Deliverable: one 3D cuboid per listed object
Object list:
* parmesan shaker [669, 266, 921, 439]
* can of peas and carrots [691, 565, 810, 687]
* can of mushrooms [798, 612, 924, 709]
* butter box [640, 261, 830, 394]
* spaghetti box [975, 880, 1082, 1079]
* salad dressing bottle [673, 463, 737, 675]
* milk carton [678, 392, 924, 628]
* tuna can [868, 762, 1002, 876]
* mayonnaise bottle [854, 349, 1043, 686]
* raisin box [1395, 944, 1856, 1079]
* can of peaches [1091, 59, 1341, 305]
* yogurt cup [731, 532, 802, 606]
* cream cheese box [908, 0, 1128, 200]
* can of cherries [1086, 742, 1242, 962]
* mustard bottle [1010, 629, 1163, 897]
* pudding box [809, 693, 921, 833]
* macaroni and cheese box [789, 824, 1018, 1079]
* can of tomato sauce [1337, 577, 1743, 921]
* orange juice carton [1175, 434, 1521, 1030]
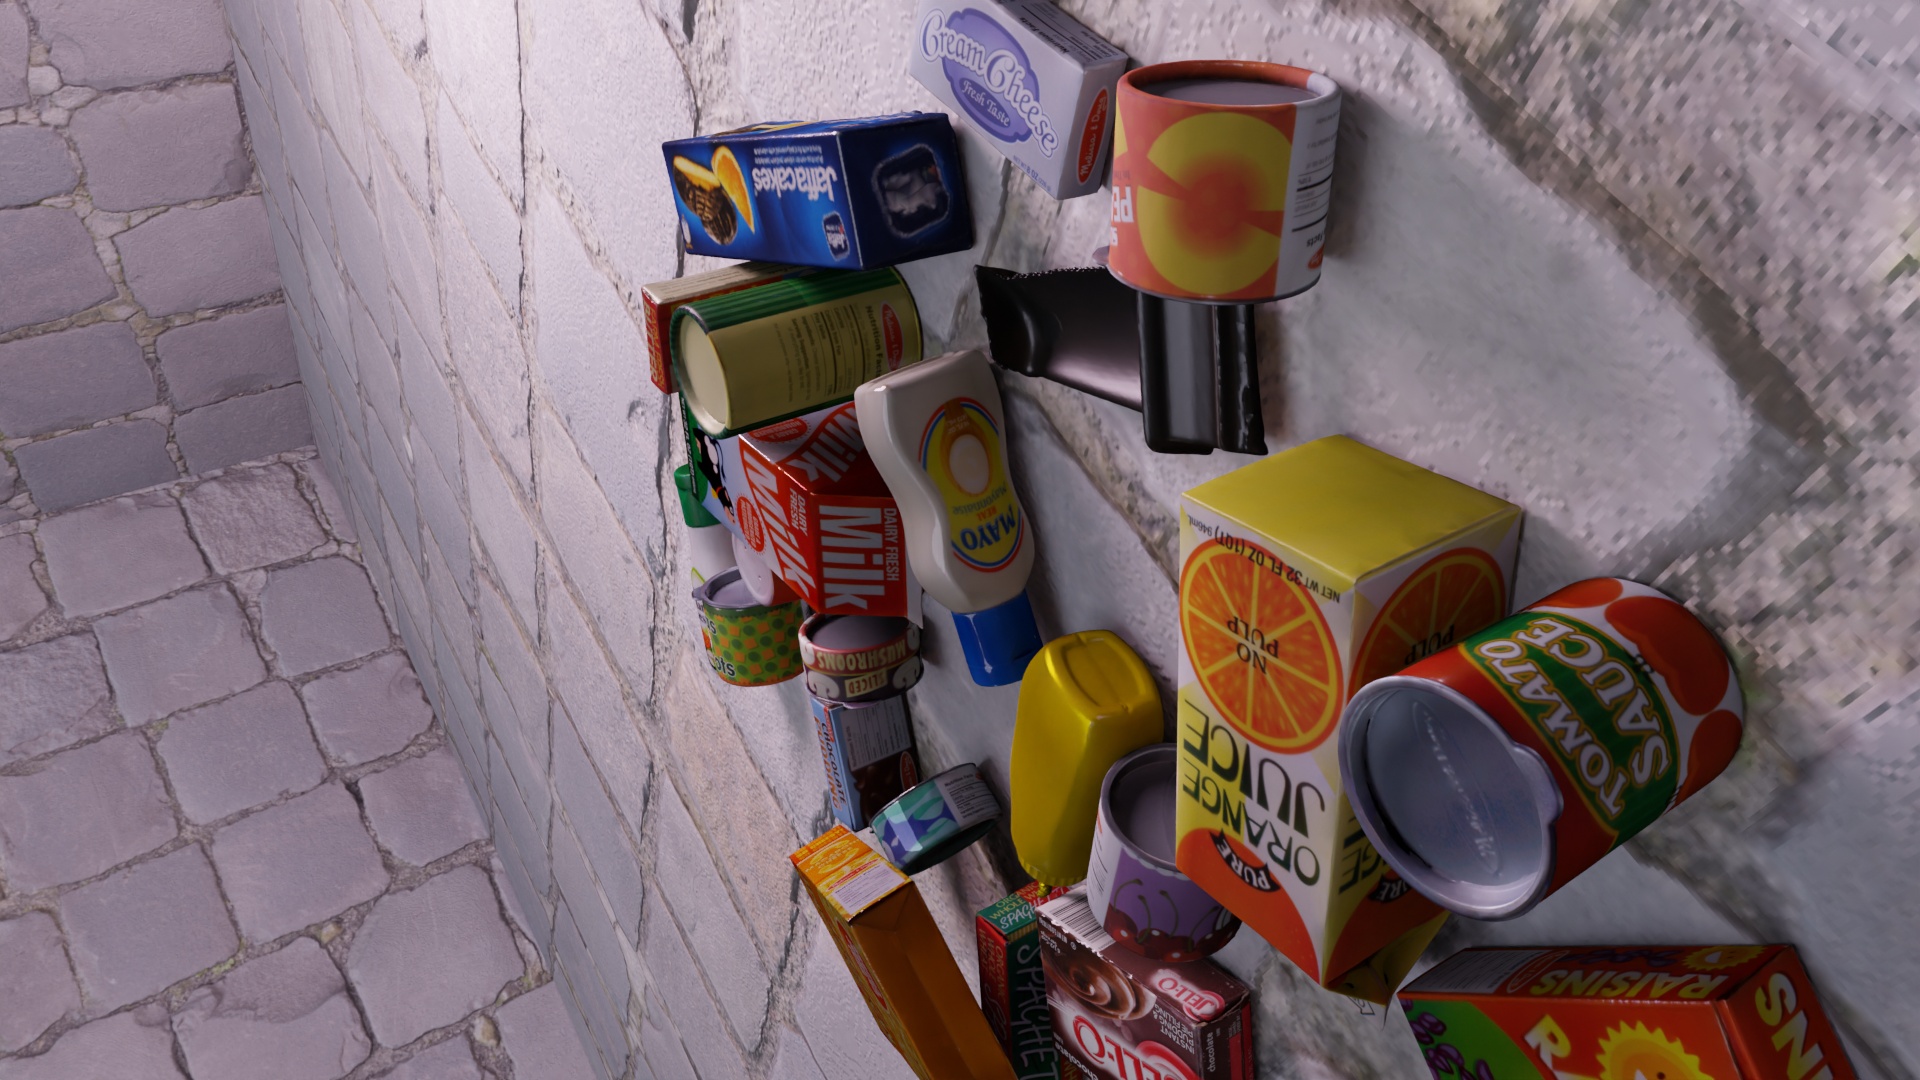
[{"bbox_3d":[-0.080,-0.096,0.666,0.071,0.103,0.071,38,138,44],"label":"parmesan shaker"},{"bbox_3d":[-0.130,0.053,0.883,0.071,0.071,0.058,26,130,52],"label":"can of peas and carrots"},{"bbox_3d":[-0.054,0.061,0.757,0.071,0.071,0.033,27,128,52],"label":"can of mushrooms"},{"bbox_3d":[-0.109,-0.113,0.707,0.024,0.104,0.052,41,141,43],"label":"butter box"},{"bbox_3d":[0.041,0.292,0.758,0.029,0.050,0.248,31,133,48],"label":"spaghetti box"},{"bbox_3d":[-0.161,0.019,0.944,0.064,0.044,0.147,18,123,54],"label":"salad dressing bottle"},{"bbox_3d":[-0.072,-0.026,0.729,0.191,0.074,0.072,38,138,44],"label":"milk carton"},{"bbox_3d":[-0.015,0.152,0.745,0.033,0.071,0.070,58,150,19],"label":"tuna can"},{"bbox_3d":[0.002,-0.008,0.627,0.041,0.065,0.147,2,114,56],"label":"mayonnaise bottle"},{"bbox_3d":[0.200,0.167,0.413,0.123,0.040,0.086,-32,78,60],"label":"raisin box"},{"bbox_3d":[0.076,-0.110,0.420,0.071,0.071,0.057,37,137,45],"label":"can of peaches"},{"bbox_3d":[-0.099,0.005,0.815,0.072,0.054,0.072,39,140,44],"label":"yogurt cup"},{"bbox_3d":[0.020,-0.178,0.524,0.104,0.024,0.053,49,144,33],"label":"cream cheese box"},{"bbox_3d":[0.088,0.125,0.556,0.072,0.072,0.058,43,142,40],"label":"can of cherries"},{"bbox_3d":[0.050,0.112,0.627,0.159,0.049,0.065,98,151,-43],"label":"mustard bottle"},{"bbox_3d":[-0.055,0.124,0.819,0.030,0.050,0.083,20,124,57],"label":"pudding box"},{"bbox_3d":[-0.034,0.226,0.742,0.123,0.040,0.166,63,164,-6],"label":"macaroni and cheese box"},{"bbox_3d":[0.155,0.052,0.370,0.071,0.083,0.070,38,138,44],"label":"can of tomato sauce"},{"bbox_3d":[0.120,0.070,0.455,0.072,0.073,0.191,33,135,48],"label":"orange juice carton"}]
